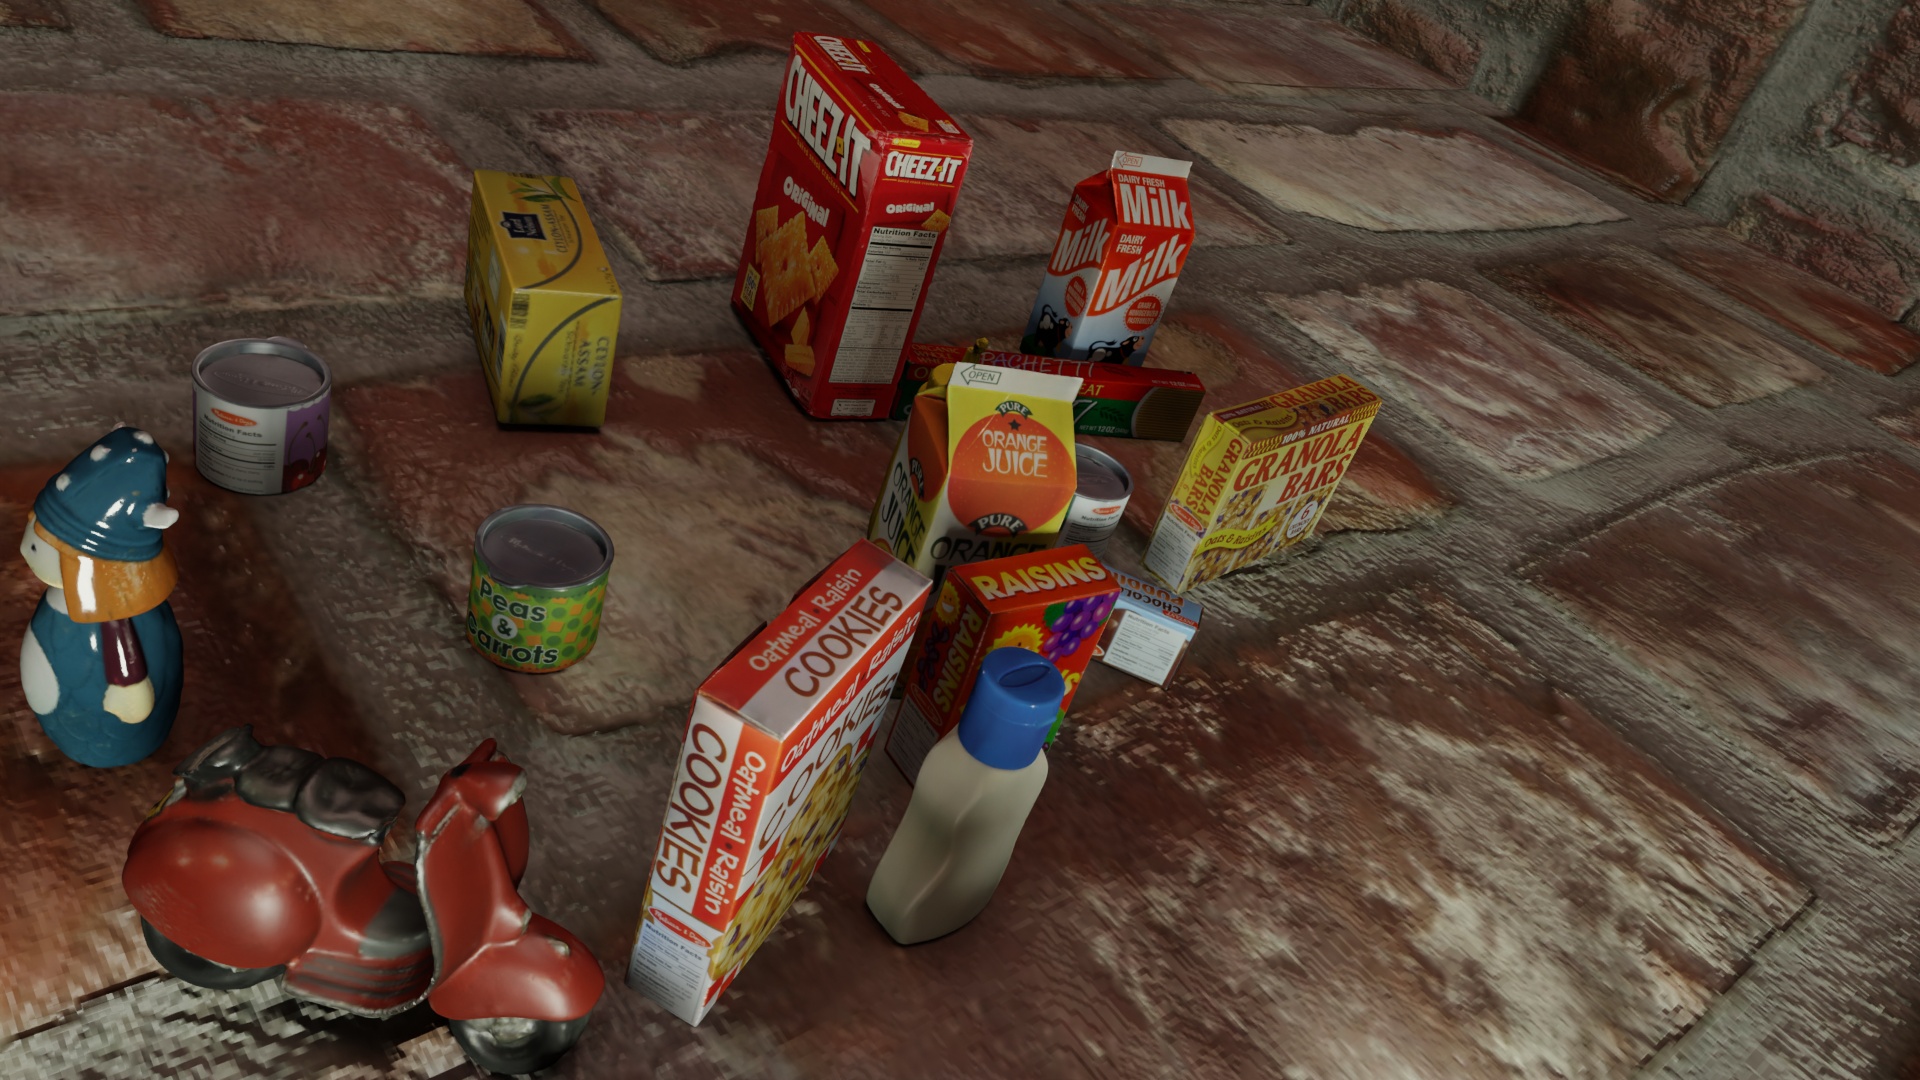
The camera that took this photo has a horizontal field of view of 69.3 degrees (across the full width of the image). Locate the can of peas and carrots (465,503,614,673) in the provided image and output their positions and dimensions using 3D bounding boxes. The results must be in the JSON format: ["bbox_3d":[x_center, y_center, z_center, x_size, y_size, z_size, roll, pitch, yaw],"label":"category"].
[{"bbox_3d":[-0.212,0.025,0.694,0.071,0.058,0.071,14,34,-9],"label":"can of peas and carrots"}]

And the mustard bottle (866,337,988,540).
[{"bbox_3d":[-0.011,-0.053,0.816,0.049,0.159,0.065,29,35,13],"label":"mustard bottle"}]

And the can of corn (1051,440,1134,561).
[{"bbox_3d":[0.071,-0.025,0.910,0.071,0.058,0.071,14,34,-9],"label":"can of corn"}]

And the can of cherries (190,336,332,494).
[{"bbox_3d":[-0.372,-0.068,0.743,0.071,0.058,0.072,14,34,-9],"label":"can of cherries"}]

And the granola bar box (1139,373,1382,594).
[{"bbox_3d":[0.204,-0.041,0.941,0.166,0.123,0.039,-18,49,-43],"label":"granola bar box"}]

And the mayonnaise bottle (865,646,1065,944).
[{"bbox_3d":[0.005,0.111,0.604,0.065,0.147,0.041,-15,47,-41],"label":"mayonnaise bottle"}]

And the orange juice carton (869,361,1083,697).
[{"bbox_3d":[0.003,-0.009,0.732,0.072,0.191,0.073,5,37,-22],"label":"orange juice carton"}]

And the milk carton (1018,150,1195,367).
[{"bbox_3d":[0.117,-0.208,1.071,0.072,0.189,0.074,-1,39,-28],"label":"milk carton"}]

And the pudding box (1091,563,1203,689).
[{"bbox_3d":[0.096,0.048,0.827,0.084,0.049,0.030,22,34,4],"label":"pudding box"}]

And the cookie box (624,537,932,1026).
[{"bbox_3d":[-0.075,0.096,0.567,0.040,0.166,0.123,27,34,11],"label":"cookie box"}]

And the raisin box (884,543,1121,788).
[{"bbox_3d":[0.020,0.065,0.699,0.086,0.122,0.040,-8,43,-35],"label":"raisin box"}]

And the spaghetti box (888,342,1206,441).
[{"bbox_3d":[0.065,-0.109,1.031,0.250,0.050,0.029,2,38,-24],"label":"spaghetti box"}]
